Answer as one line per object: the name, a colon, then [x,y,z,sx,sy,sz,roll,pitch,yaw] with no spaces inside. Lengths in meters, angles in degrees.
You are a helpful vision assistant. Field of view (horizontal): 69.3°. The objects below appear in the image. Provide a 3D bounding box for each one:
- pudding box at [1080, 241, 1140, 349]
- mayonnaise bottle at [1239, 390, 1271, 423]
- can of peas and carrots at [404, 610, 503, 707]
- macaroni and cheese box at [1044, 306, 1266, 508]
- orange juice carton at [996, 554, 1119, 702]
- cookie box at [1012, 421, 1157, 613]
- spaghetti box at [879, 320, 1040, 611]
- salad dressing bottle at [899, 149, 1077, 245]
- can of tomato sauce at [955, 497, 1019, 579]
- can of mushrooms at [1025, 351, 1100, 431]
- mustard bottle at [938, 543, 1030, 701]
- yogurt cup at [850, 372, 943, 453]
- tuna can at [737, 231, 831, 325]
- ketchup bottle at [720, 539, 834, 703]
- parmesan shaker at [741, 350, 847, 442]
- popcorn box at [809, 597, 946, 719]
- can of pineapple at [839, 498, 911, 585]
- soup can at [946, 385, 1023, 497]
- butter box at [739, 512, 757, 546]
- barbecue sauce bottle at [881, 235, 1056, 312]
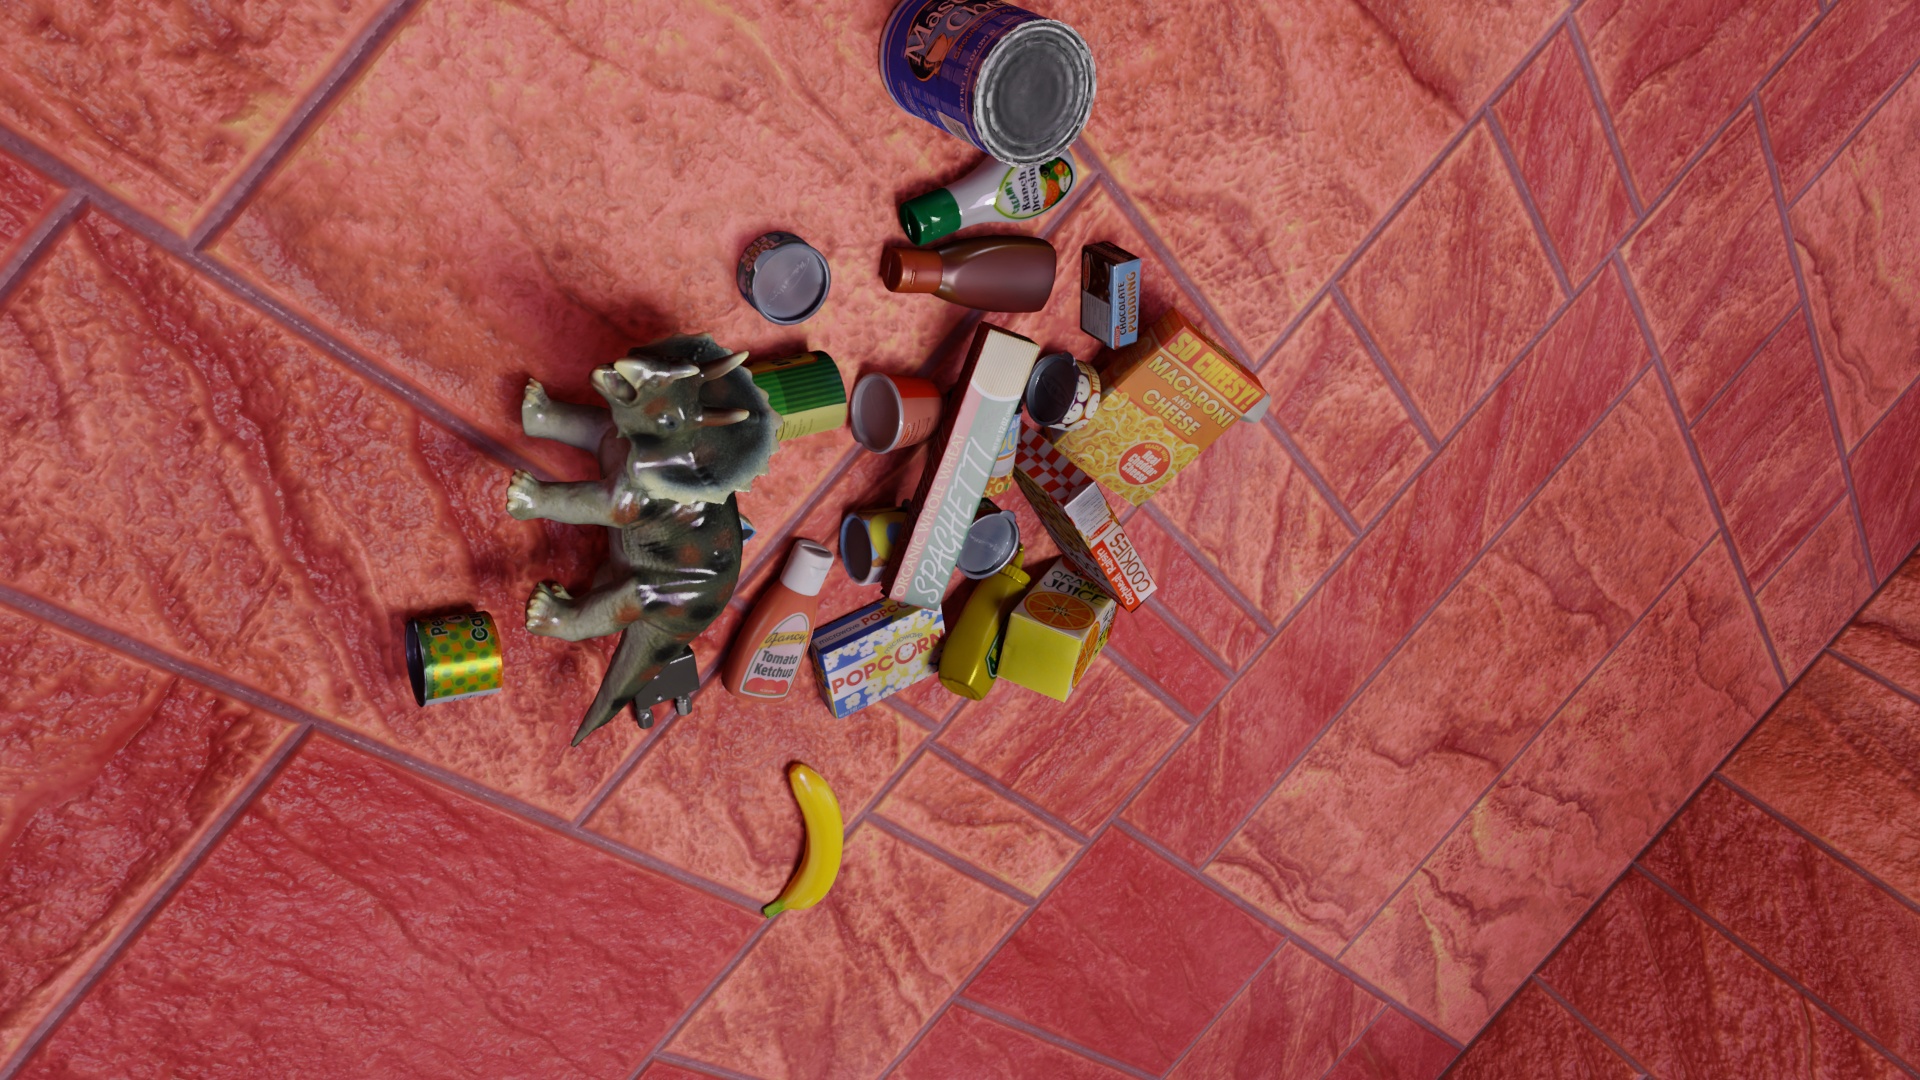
pudding box: [0.133,-0.218,1.237,0.030,0.050,0.083,-21,128,-25]
mayonnaise bottle: [0.233,-0.159,1.339,0.148,0.065,0.041,22,103,-38]
can of peas and carrots: [-0.386,0.087,1.059,0.059,0.071,0.070,-8,122,-32]
macaroni and cheese box: [0.180,-0.121,1.291,0.123,0.040,0.166,32,117,-32]
orange juice carton: [0.107,0.075,1.359,0.193,0.073,0.071,-43,149,-59]
cookie box: [0.108,-0.020,1.297,0.040,0.123,0.167,-40,133,-5]
spaghetti box: [-0.002,-0.059,1.170,0.050,0.029,0.249,16,104,-23]
salad dressing bottle: [0.022,-0.280,1.123,0.148,0.044,0.064,-26,131,-19]
can of tomato sauce: [0.004,-0.016,1.254,0.071,0.083,0.070,-18,127,-25]
can of mushrooms: [0.093,-0.135,1.251,0.033,0.071,0.070,10,112,-39]
mustard bottle: [0.031,0.072,1.331,0.161,0.049,0.065,-65,155,-17]
yogurt cup: [-0.051,-0.109,1.170,0.054,0.072,0.072,-9,123,-40]
tuna can: [-0.138,-0.203,1.068,0.071,0.033,0.070,-18,127,-25]
ketchup bottle: [-0.157,0.071,1.225,0.065,0.043,0.148,12,110,-39]
parmesan shaker: [-0.151,-0.109,1.099,0.103,0.071,0.071,-16,126,-27]
popcorn box: [-0.076,0.103,1.306,0.127,0.038,0.084,-24,130,-20]
can of pineapple: [-0.068,0.002,1.229,0.058,0.071,0.070,-8,123,-31]
soup can: [0.020,-0.088,1.226,0.071,0.071,0.083,-12,125,-29]
butter box: [-0.220,-0.018,1.136,0.053,0.024,0.103,-48,134,0]
barbecue sauce bottle: [0.008,-0.222,1.151,0.149,0.044,0.064,-5,120,-32]
